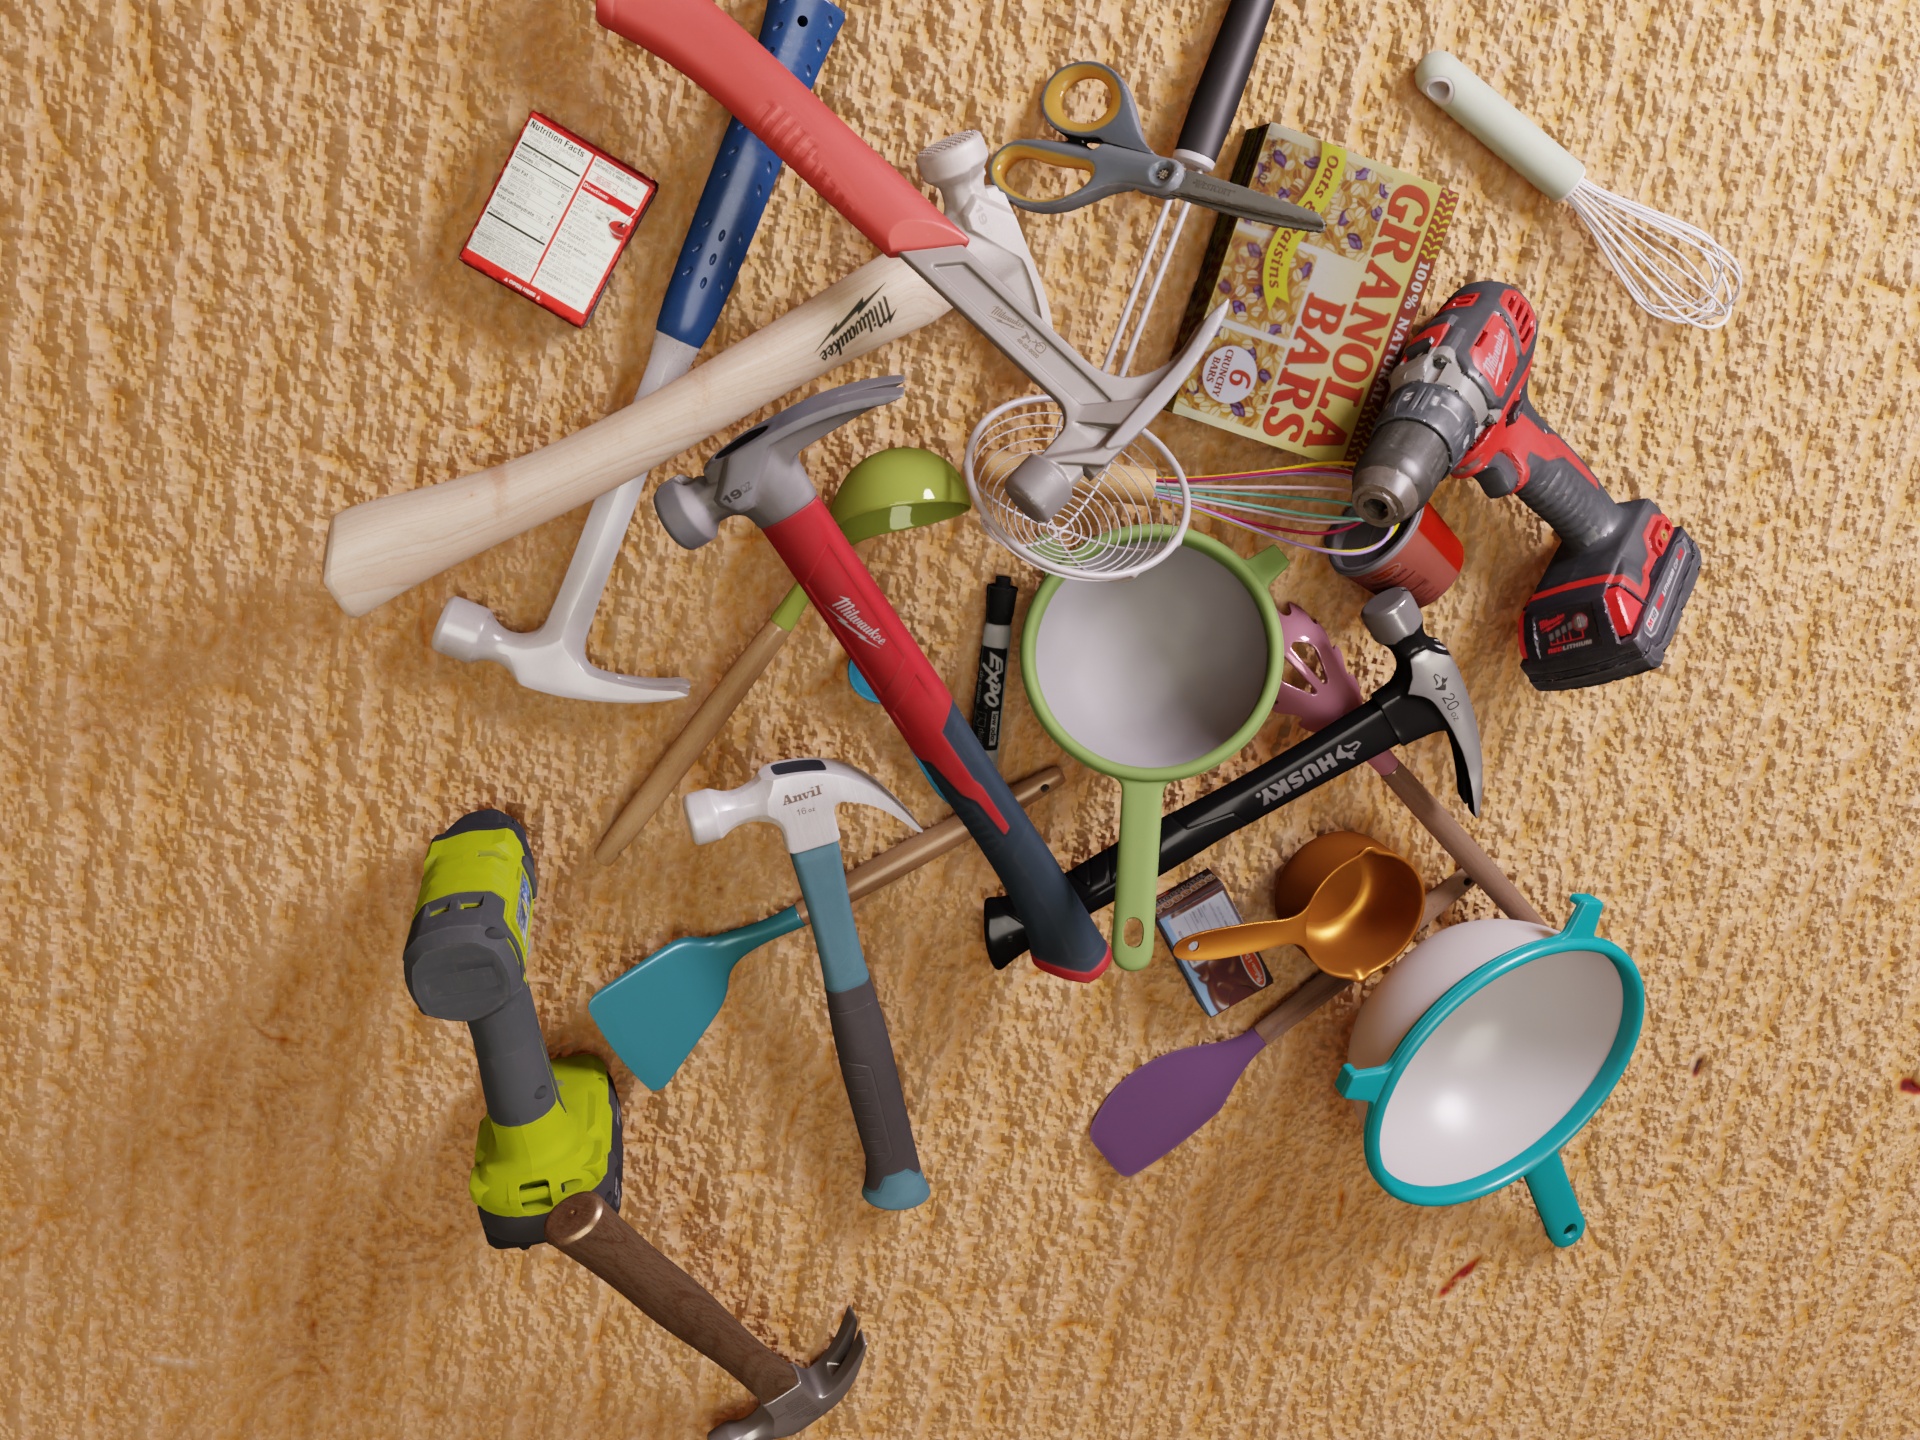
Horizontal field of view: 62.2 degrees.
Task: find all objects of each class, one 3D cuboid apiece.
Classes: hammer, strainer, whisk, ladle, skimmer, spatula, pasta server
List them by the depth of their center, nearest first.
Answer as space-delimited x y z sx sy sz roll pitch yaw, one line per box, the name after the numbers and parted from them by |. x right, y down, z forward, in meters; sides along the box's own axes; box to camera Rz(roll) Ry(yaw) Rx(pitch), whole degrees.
-0.037 -0.272 0.807 0.359 0.036 0.149 43 83 -2 | hammer
-0.139 -0.158 0.847 0.410 0.038 0.146 -30 117 -10 | hammer
0.109 -0.250 0.854 0.127 0.090 0.363 20 94 -2 | skimmer
-0.154 -0.197 0.877 0.144 0.035 0.405 21 101 -14 | hammer
-0.001 -0.003 0.881 0.143 0.038 0.386 -26 117 15 | hammer
-0.110 -0.027 0.913 0.062 0.078 0.320 44 106 16 | ladle
0.134 -0.136 0.925 0.245 0.051 0.047 7 122 1 | whisk
0.361 -0.309 0.927 0.246 0.058 0.059 33 64 -13 | whisk
0.109 0.017 0.934 0.151 0.069 0.256 3 85 8 | strainer
-0.154 0.365 0.966 0.130 0.031 0.331 -32 136 -5 | hammer
-0.068 0.170 0.971 0.128 0.033 0.330 -17 117 -12 | hammer
0.158 0.063 0.974 0.335 0.035 0.146 -31 108 11 | hammer
-0.073 0.114 0.975 0.317 0.044 0.082 -29 119 -2 | spatula
0.286 0.045 1.012 0.060 0.040 0.316 -44 107 5 | pasta server
0.218 0.192 1.057 0.316 0.018 0.059 -38 96 3 | spatula
0.352 0.244 1.065 0.211 0.095 0.340 -36 129 -3 | strainer

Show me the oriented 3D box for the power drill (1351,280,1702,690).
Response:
0.319 -0.119 0.915 0.226 0.080 0.188 48 57 -18 | power drill

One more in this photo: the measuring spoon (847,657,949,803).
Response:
-0.029 0.000 0.967 0.042 0.021 0.128 -29 117 -1 | measuring spoon

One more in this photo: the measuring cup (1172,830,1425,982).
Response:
0.205 0.120 1.005 0.173 0.052 0.095 -8 112 -15 | measuring cup

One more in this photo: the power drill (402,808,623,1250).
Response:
-0.253 0.169 0.906 0.080 0.171 0.223 -10 116 -6 | power drill
